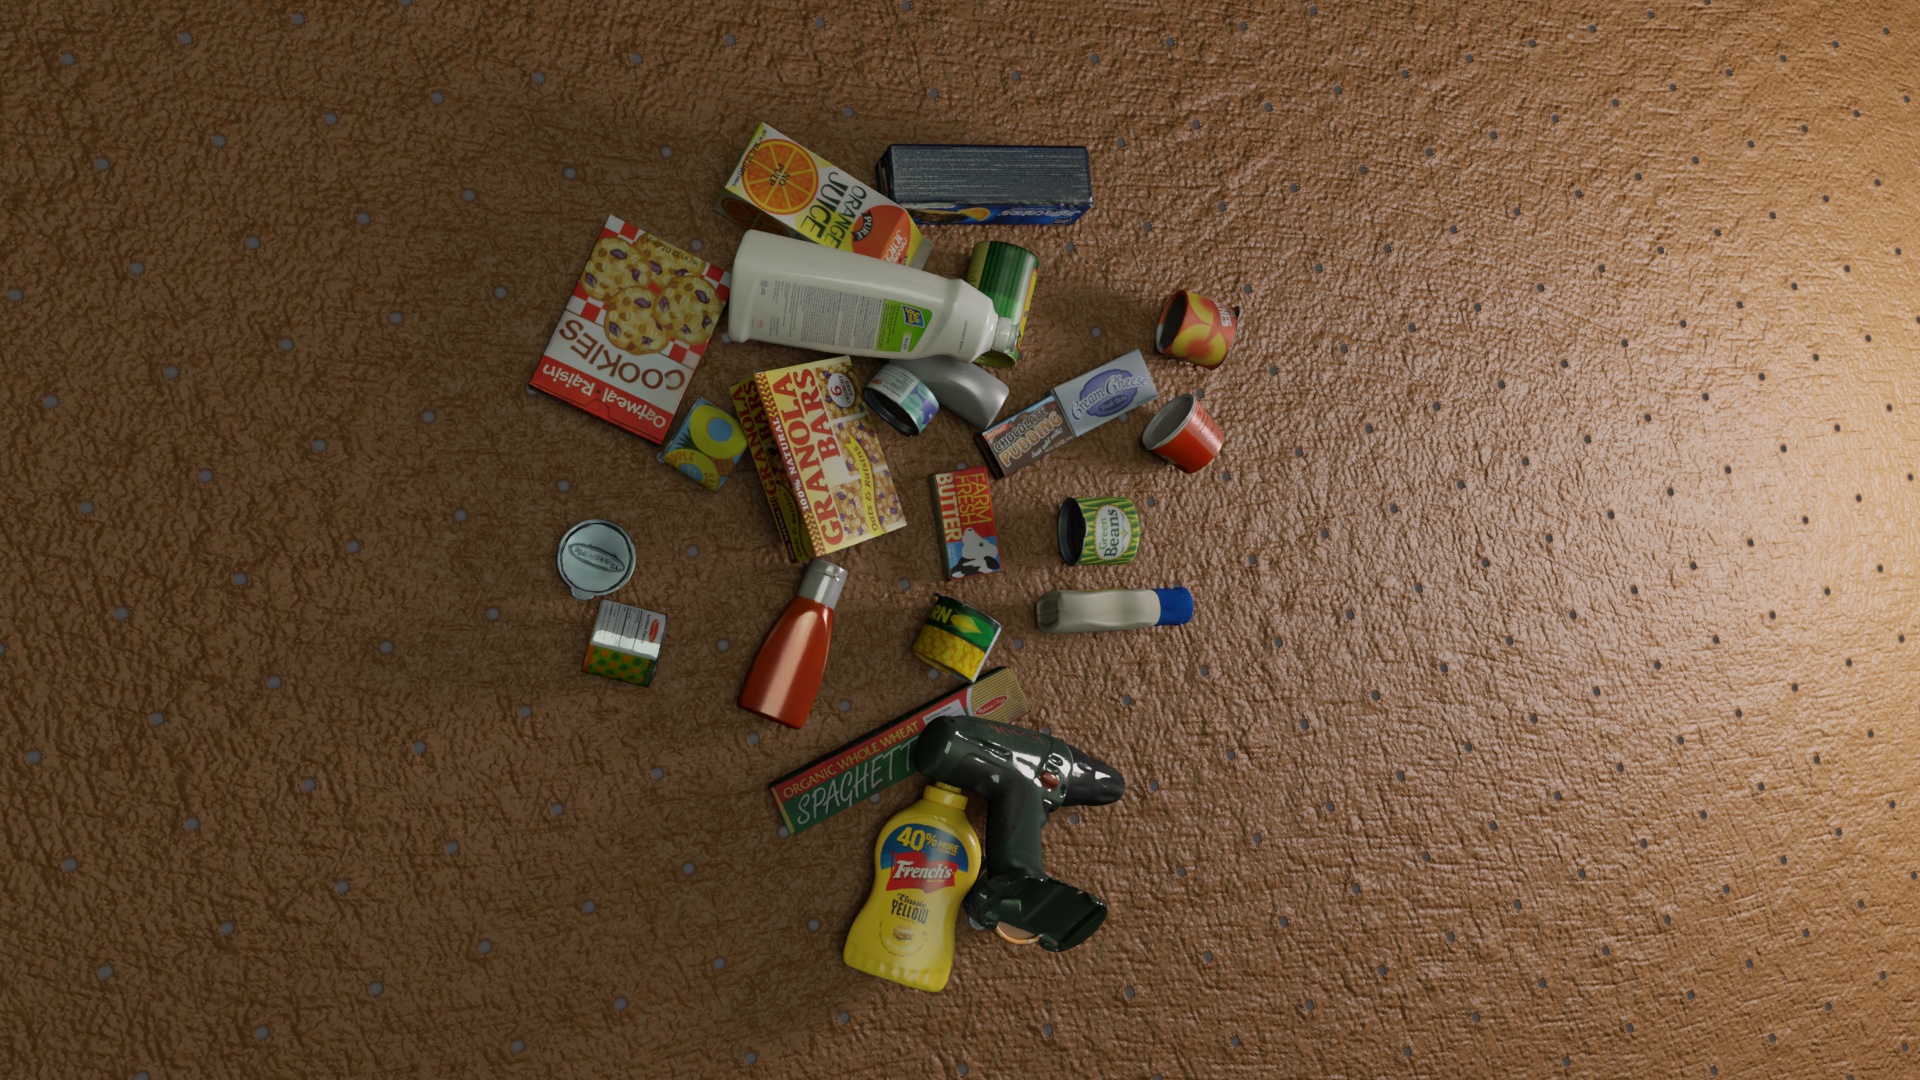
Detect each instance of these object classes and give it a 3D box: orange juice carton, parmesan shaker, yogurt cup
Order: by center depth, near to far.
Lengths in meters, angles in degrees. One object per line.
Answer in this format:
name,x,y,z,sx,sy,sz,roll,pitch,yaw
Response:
orange juice carton,-0.120,-0.290,1.263,0.192,0.073,0.072,29,78,-14
parmesan shaker,0.033,-0.222,1.307,0.071,0.071,0.103,16,81,-16
yogurt cup,0.221,-0.102,1.362,0.054,0.072,0.072,40,76,-19

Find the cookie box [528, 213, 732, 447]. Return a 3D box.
cookie box,-0.287,-0.183,1.220,0.123,0.040,0.167,25,79,-14

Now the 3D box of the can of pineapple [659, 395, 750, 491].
can of pineapple,-0.223,-0.083,1.218,0.058,0.071,0.071,33,77,-13

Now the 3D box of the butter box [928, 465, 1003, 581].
butter box,0.005,-0.016,1.307,0.053,0.024,0.103,-9,88,-17

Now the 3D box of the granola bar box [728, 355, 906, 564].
granola bar box,-0.125,-0.073,1.234,0.125,0.039,0.165,-21,93,-50

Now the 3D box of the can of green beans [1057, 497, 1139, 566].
can of green beans,0.131,-0.009,1.324,0.058,0.071,0.071,-1,86,-18

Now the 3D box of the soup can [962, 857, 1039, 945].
soup can,0.043,0.329,1.261,0.071,0.083,0.071,1,86,-17

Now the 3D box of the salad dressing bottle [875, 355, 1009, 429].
salad dressing bottle,-0.028,-0.160,1.291,0.147,0.064,0.044,31,70,-5

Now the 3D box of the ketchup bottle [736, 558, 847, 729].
ketchup bottle,-0.144,0.090,1.242,0.065,0.043,0.149,24,79,-15

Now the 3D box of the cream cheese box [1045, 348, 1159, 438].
cream cheese box,0.139,-0.143,1.359,0.104,0.024,0.053,-26,94,-17

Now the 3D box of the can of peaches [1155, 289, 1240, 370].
can of peaches,0.233,-0.210,1.370,0.058,0.071,0.071,16,82,-15

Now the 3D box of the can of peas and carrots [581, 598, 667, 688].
can of peas and carrots,-0.288,0.089,1.188,0.059,0.071,0.071,16,82,-15

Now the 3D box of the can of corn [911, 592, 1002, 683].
can of corn,-0.006,0.090,1.274,0.071,0.071,0.058,30,79,-13

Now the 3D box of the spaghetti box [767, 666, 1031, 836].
spaghetti box,-0.055,0.190,1.270,0.251,0.028,0.050,-25,94,-18

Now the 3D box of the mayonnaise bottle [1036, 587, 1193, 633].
mayonnaise bottle,0.150,0.065,1.328,0.148,0.064,0.041,-2,83,-22

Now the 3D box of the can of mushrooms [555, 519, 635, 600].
can of mushrooms,-0.316,0.018,1.199,0.071,0.033,0.071,1,86,-18

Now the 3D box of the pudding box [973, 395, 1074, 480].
pudding box,0.061,-0.099,1.328,0.084,0.030,0.049,-29,94,-17

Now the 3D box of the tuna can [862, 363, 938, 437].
tuna can,-0.054,-0.128,1.277,0.071,0.071,0.033,41,75,-11
